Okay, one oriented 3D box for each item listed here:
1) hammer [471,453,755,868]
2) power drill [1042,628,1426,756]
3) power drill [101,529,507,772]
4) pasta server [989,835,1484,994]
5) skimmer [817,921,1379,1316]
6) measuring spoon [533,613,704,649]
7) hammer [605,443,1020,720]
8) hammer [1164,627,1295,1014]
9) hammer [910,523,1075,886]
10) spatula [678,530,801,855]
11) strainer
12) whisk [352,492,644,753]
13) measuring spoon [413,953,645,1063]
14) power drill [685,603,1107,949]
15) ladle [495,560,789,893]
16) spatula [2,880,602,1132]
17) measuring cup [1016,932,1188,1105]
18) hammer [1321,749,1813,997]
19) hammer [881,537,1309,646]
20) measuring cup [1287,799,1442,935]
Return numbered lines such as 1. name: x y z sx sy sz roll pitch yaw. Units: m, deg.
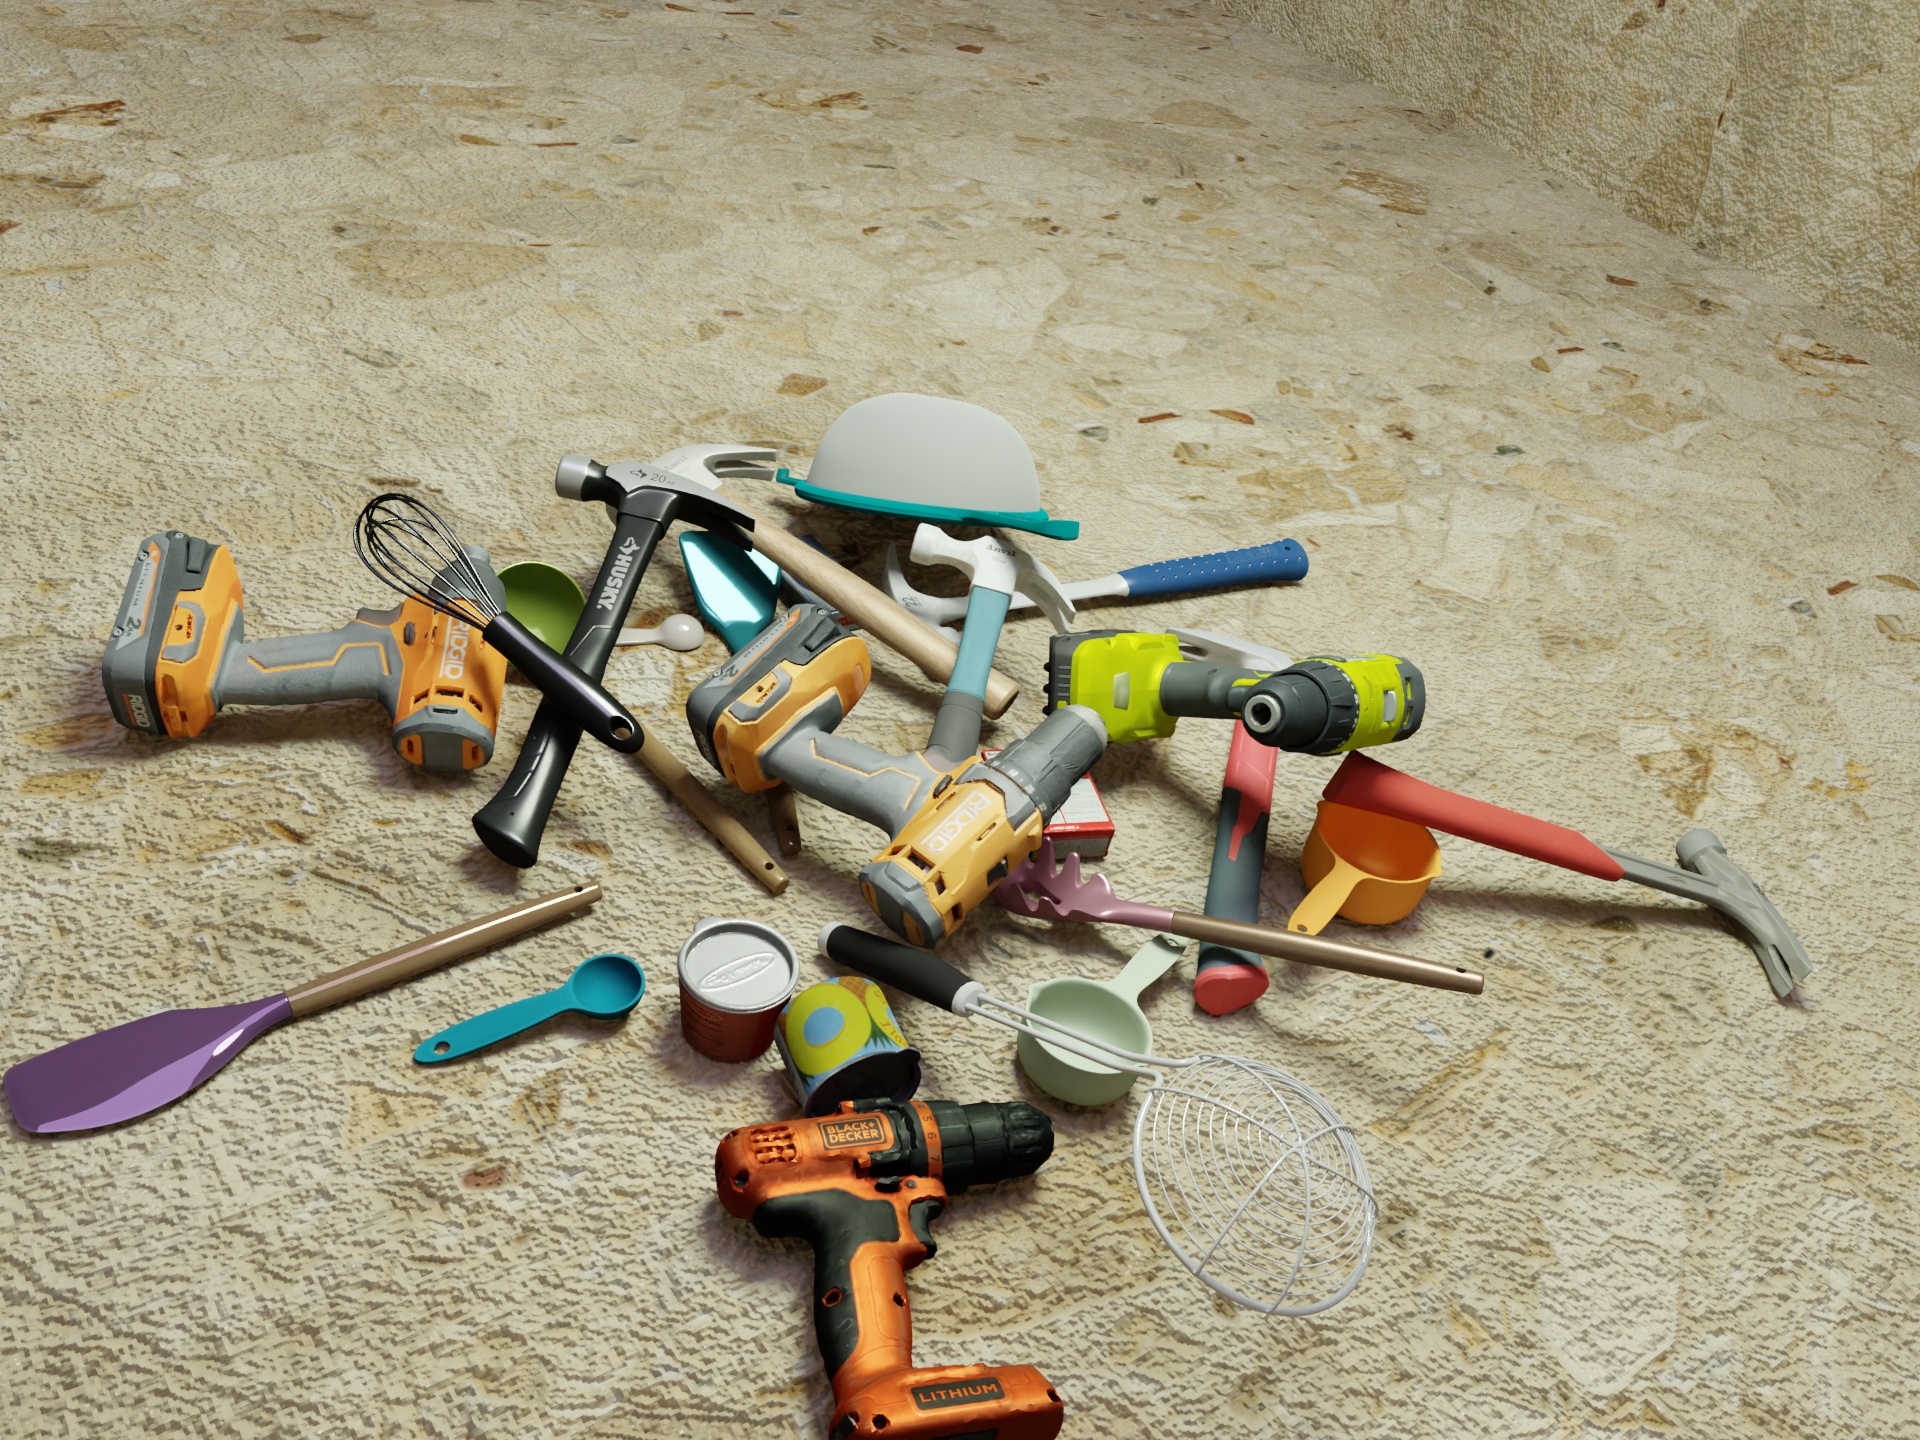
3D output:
1. hammer: -0.239 -0.046 1.048 0.146 0.035 0.335 13 51 -2
2. power drill: 0.170 -0.016 1.057 0.229 0.080 0.190 5 7 37
3. power drill: -0.407 -0.056 1.022 0.226 0.084 0.164 7 56 -12
4. pasta server: 0.157 0.123 0.975 0.316 0.040 0.060 9 30 22
5. skimmer: 0.050 0.192 0.845 0.127 0.090 0.363 -24 26 -39
6. measuring spoon: -0.249 -0.067 1.164 0.124 0.018 0.034 -2 40 -19
7. hammer: -0.096 -0.105 1.184 0.331 0.031 0.130 35 51 12
8. hammer: 0.188 0.057 1.130 0.143 0.038 0.387 16 37 5
9. hammer: -0.002 -0.003 1.089 0.128 0.033 0.331 15 51 -1
10. spatula: -0.144 -0.027 1.125 0.082 0.044 0.318 3 39 -21
11. strainer: 0.002 -0.204 1.247 0.211 0.095 0.341 1 12 -28
12. whisk: -0.286 -0.060 0.991 0.239 0.055 0.055 40 42 7
13. measuring spoon: -0.235 0.166 0.876 0.128 0.021 0.042 -19 48 -23
14. power drill: -0.037 0.016 0.998 0.226 0.084 0.185 35 64 27
15. ladle: -0.217 0.002 1.057 0.078 0.062 0.320 -32 58 -29
16. spatula: -0.338 0.146 0.861 0.316 0.018 0.060 -20 50 -35
17. measuring cup: 0.093 0.174 0.954 0.083 0.038 0.167 30 32 21
18. hammer: 0.415 0.092 1.103 0.359 0.036 0.149 16 33 -17
19. hammer: 0.122 -0.117 1.333 0.405 0.035 0.144 -10 44 -29
20. measuring cup: 0.254 0.116 1.064 0.095 0.052 0.173 32 42 22
